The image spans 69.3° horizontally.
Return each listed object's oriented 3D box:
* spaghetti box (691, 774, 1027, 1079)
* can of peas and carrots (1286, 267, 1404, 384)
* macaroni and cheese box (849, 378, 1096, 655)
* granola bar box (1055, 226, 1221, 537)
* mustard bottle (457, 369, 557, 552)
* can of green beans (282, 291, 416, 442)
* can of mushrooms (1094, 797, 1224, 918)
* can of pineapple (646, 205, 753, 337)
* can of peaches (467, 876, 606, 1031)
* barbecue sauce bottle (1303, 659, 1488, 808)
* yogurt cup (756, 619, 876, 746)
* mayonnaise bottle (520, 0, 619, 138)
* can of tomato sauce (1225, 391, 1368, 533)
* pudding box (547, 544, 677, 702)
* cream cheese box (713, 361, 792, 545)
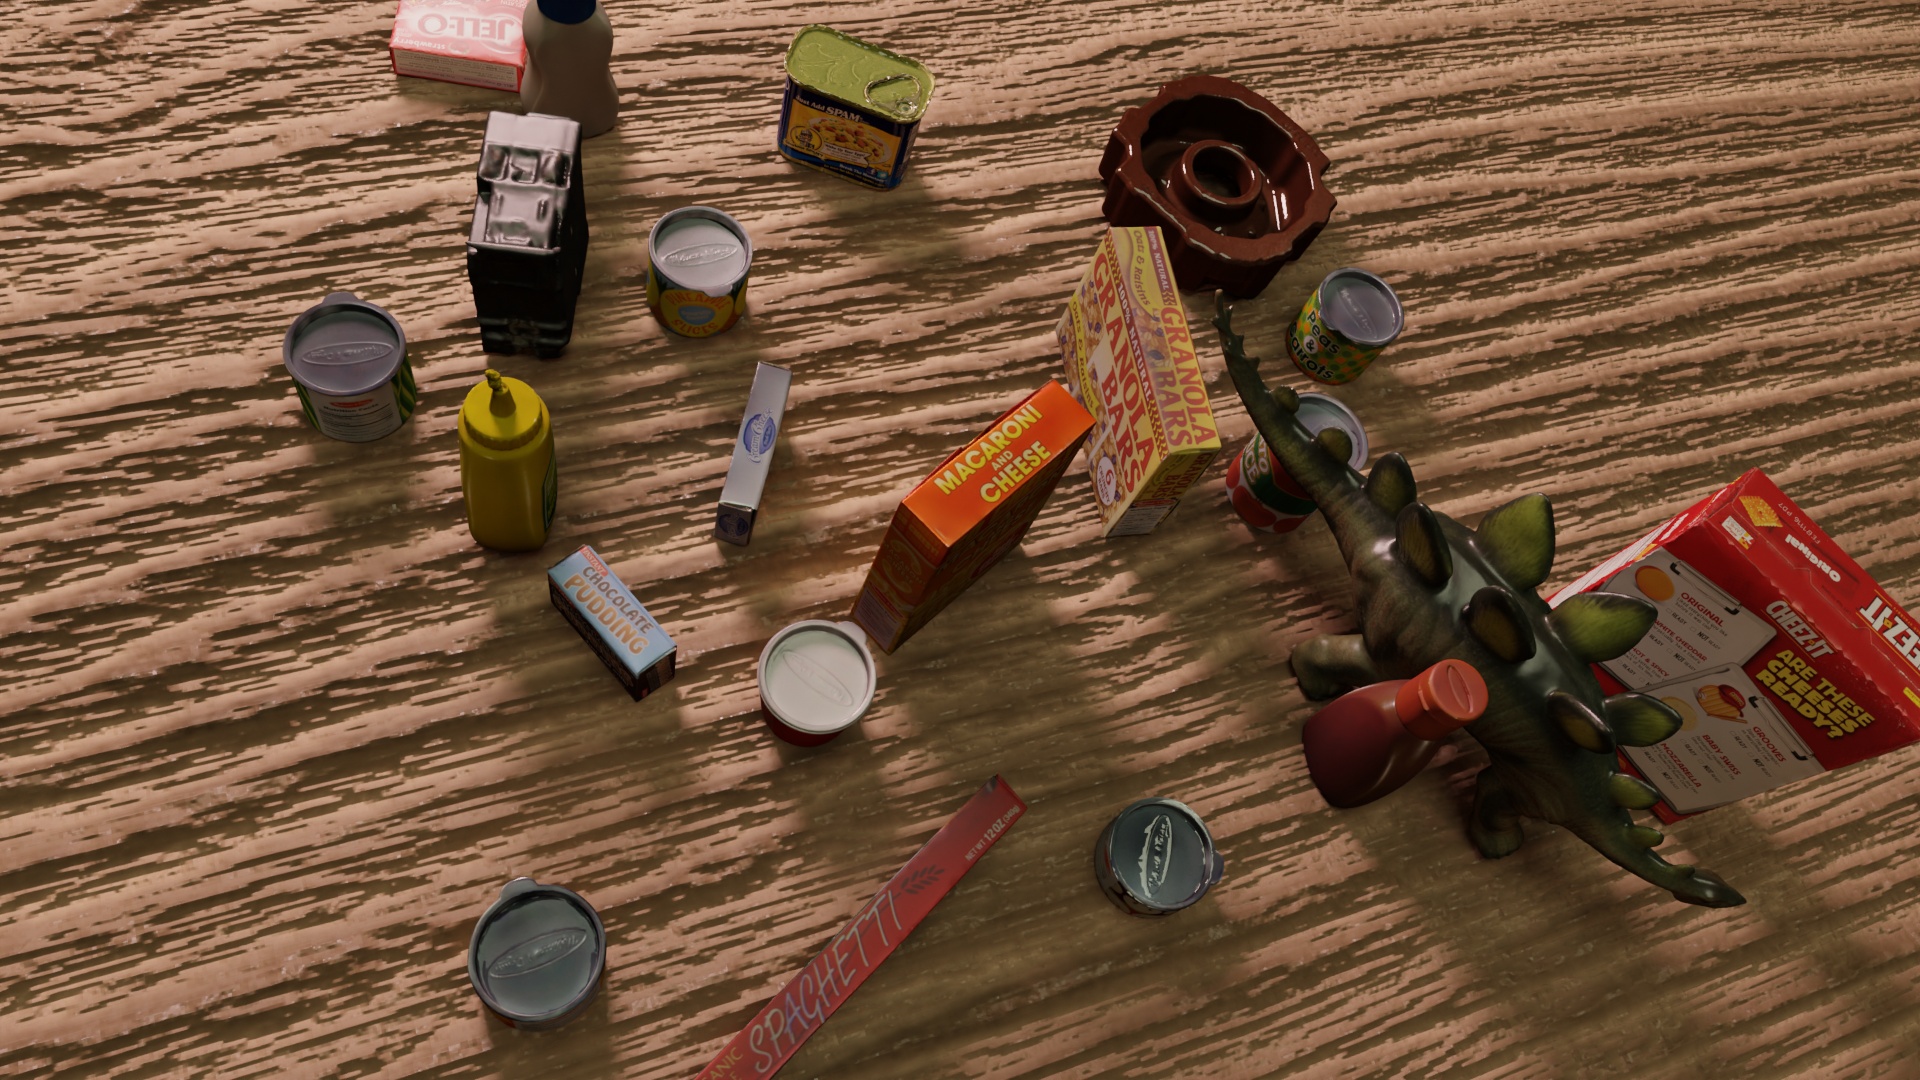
[{"bbox_3d":[-0.059,0.224,0.750,0.029,0.050,0.251,44,63,8],"label":"spaghetti box"},{"bbox_3d":[0.278,-0.154,1.013,0.071,0.058,0.071,6,64,-12],"label":"can of peas and carrots"},{"bbox_3d":[0.003,-0.010,0.812,0.040,0.165,0.124,45,63,9],"label":"macaroni and cheese box"},{"bbox_3d":[0.113,-0.102,0.909,0.039,0.123,0.166,-4,66,-16],"label":"granola bar box"},{"bbox_3d":[-0.250,-0.048,0.769,0.049,0.159,0.065,5,64,-12],"label":"mustard bottle"},{"bbox_3d":[-0.361,-0.100,0.824,0.071,0.057,0.071,6,64,-12],"label":"can of green beans"},{"bbox_3d":[0.117,0.189,0.821,0.071,0.033,0.071,6,64,-12],"label":"can of mushrooms"},{"bbox_3d":[-0.171,-0.173,0.908,0.071,0.057,0.071,6,64,-12],"label":"can of pineapple"},{"bbox_3d":[-0.216,0.212,0.711,0.071,0.057,0.071,6,64,-12],"label":"can of peaches"},{"bbox_3d":[0.258,0.112,0.829,0.044,0.148,0.065,-9,68,-18],"label":"barbecue sauce bottle"},{"bbox_3d":[-0.086,0.086,0.807,0.072,0.053,0.072,6,64,-12],"label":"yogurt cup"},{"bbox_3d":[-0.256,-0.324,0.908,0.065,0.147,0.041,-18,71,-21],"label":"mayonnaise bottle"},{"bbox_3d":[0.223,-0.052,0.936,0.071,0.082,0.071,6,64,-12],"label":"can of tomato sauce"},{"bbox_3d":[-0.200,0.048,0.799,0.030,0.049,0.084,-38,79,-26],"label":"pudding box"},{"bbox_3d":[-0.129,-0.054,0.864,0.024,0.053,0.104,14,62,-7],"label":"cream cheese box"}]
